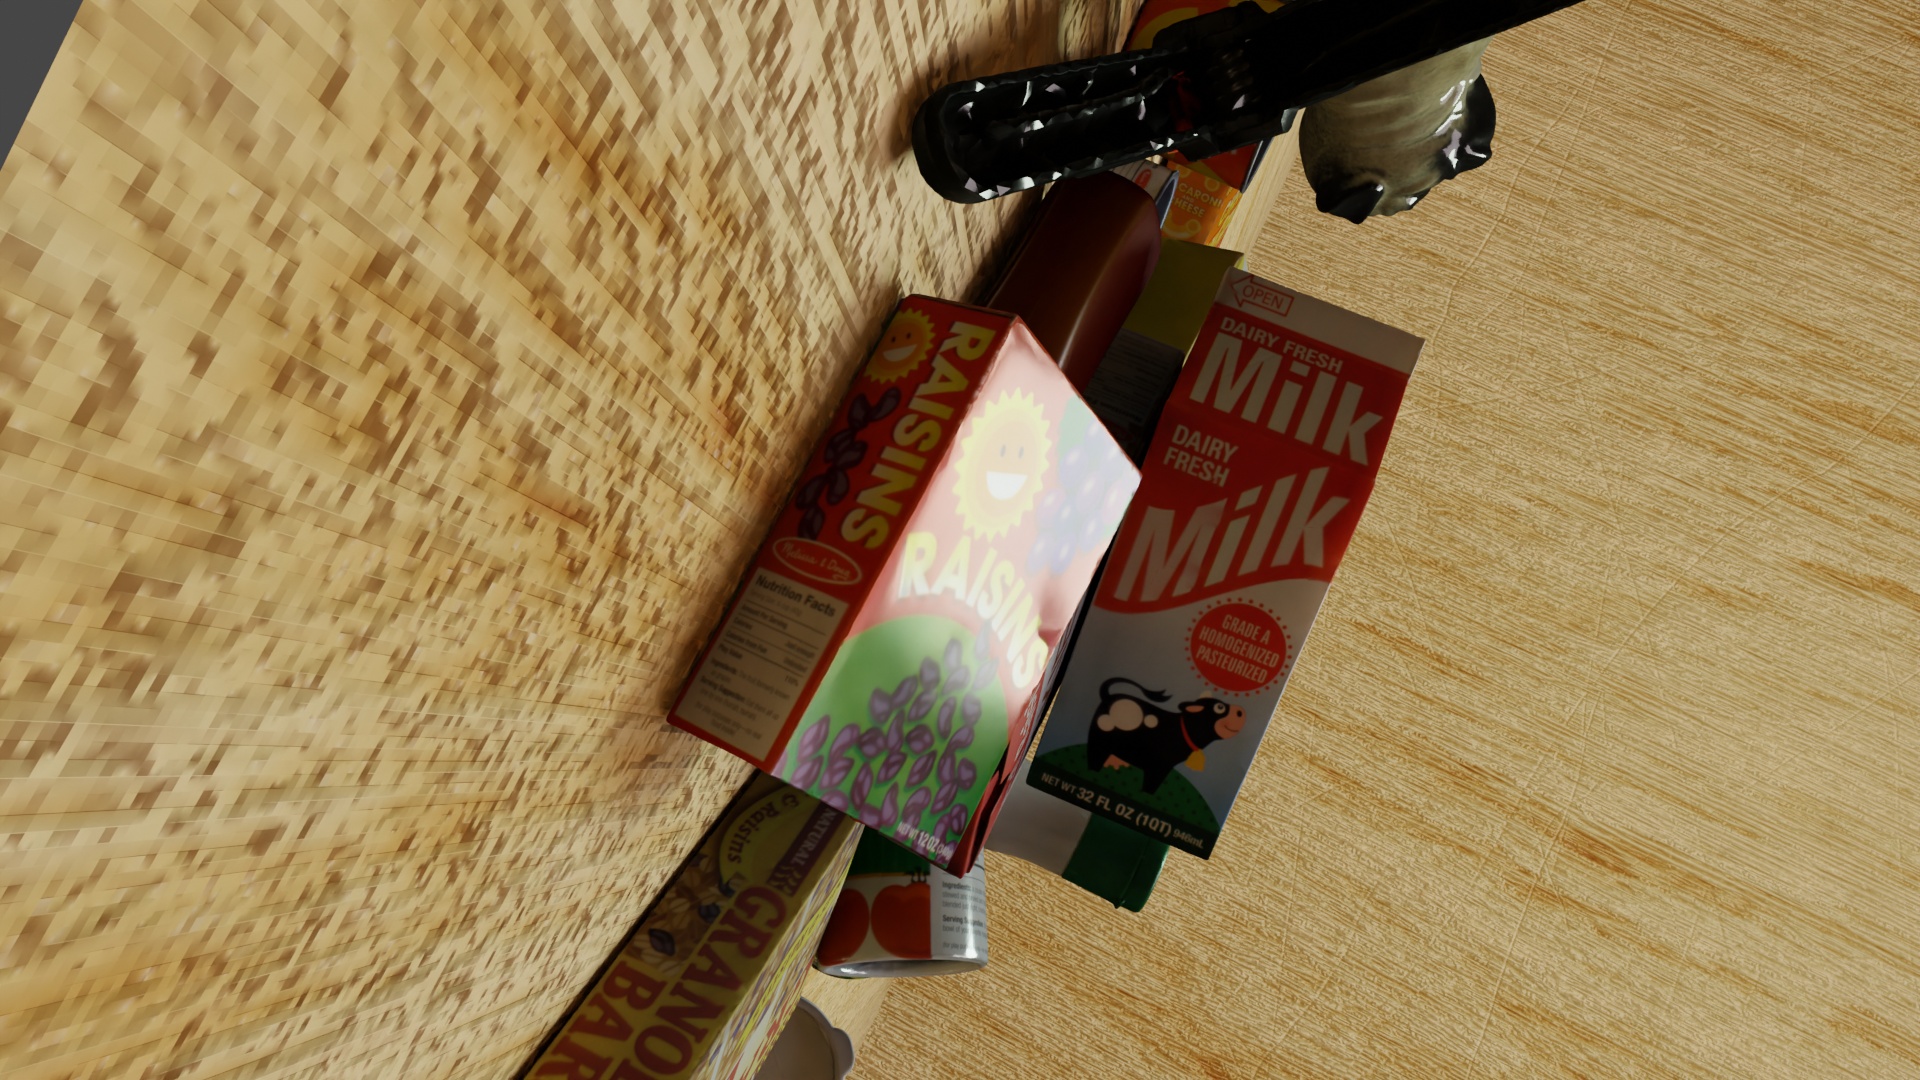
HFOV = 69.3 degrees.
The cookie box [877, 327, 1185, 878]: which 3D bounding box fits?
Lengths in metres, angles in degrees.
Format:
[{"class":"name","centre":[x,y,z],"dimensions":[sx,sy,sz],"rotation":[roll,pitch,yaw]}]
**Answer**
[{"class":"cookie box","centre":[0.027,0.021,0.501],"dimensions":[0.122,0.040,0.168],"rotation":[100,16,-52]}]

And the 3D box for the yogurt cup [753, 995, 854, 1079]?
[{"class":"yogurt cup","centre":[-0.086,0.229,0.598],"dimensions":[0.072,0.072,0.053],"rotation":[-61,180,-23]}]

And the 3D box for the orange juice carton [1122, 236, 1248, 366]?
[{"class":"orange juice carton","centre":[0.096,-0.051,0.641],"dimensions":[0.073,0.072,0.192],"rotation":[-61,151,-20]}]

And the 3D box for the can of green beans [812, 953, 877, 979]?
[{"class":"can of green beans","centre":[-0.046,0.153,0.600],"dimensions":[0.071,0.071,0.057],"rotation":[-61,171,-21]}]

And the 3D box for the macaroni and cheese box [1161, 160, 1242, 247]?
[{"class":"macaroni and cheese box","centre":[0.134,-0.192,0.795],"dimensions":[0.124,0.040,0.165],"rotation":[-54,168,-51]}]

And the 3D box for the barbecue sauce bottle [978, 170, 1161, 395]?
[{"class":"barbecue sauce bottle","centre":[0.015,-0.048,0.439],"dimensions":[0.149,0.044,0.064],"rotation":[-60,171,-26]}]

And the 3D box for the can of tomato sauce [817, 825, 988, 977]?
[{"class":"can of tomato sauce","centre":[-0.025,0.125,0.545],"dimensions":[0.071,0.071,0.083],"rotation":[99,-10,-66]}]

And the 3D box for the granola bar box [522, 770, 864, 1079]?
[{"class":"granola bar box","centre":[-0.088,0.158,0.433],"dimensions":[0.166,0.039,0.123],"rotation":[-53,166,-56]}]

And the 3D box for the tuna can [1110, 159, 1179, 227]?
[{"class":"tuna can","centre":[0.053,-0.113,0.526],"dimensions":[0.071,0.033,0.071],"rotation":[-62,172,-15]}]

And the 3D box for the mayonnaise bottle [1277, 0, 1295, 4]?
[{"class":"mayonnaise bottle","centre":[0.122,-0.229,0.585],"dimensions":[0.148,0.041,0.064],"rotation":[-61,165,-15]}]

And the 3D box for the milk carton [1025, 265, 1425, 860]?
[{"class":"milk carton","centre":[0.092,0.006,0.488],"dimensions":[0.074,0.072,0.189],"rotation":[-45,155,-67]}]

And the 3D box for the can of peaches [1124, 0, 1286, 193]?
[{"class":"can of peaches","centre":[0.091,-0.168,0.505],"dimensions":[0.071,0.058,0.071],"rotation":[-61,172,-14]}]

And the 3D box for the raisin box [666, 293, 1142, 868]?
[{"class":"raisin box","centre":[-0.009,0.011,0.358],"dimensions":[0.086,0.040,0.123],"rotation":[42,71,-50]}]

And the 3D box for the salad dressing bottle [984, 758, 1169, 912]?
[{"class":"salad dressing bottle","centre":[0.020,0.118,0.626],"dimensions":[0.044,0.148,0.064],"rotation":[-60,172,-28]}]
